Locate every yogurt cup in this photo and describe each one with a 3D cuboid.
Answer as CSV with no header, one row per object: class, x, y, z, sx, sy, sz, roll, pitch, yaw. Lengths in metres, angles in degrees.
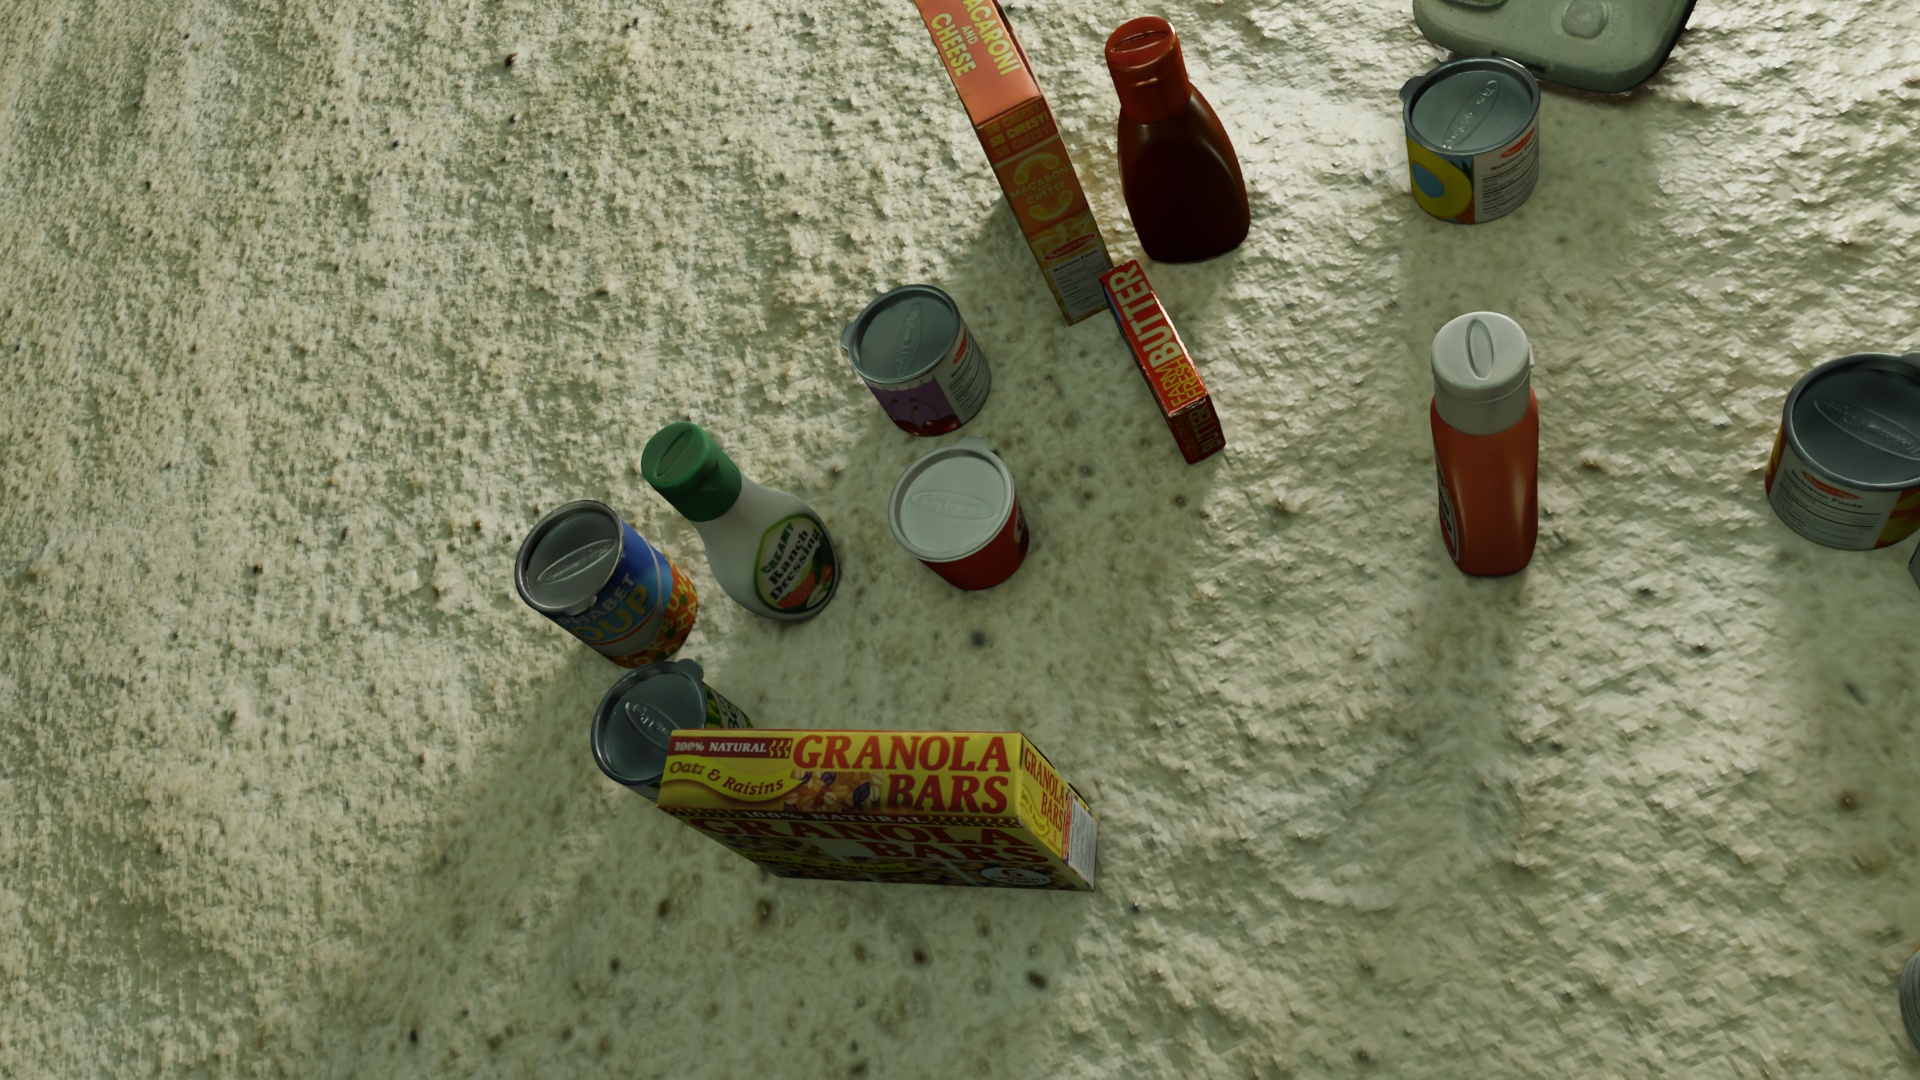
yogurt cup,0.003,-0.009,0.726,0.072,0.053,0.073,-9,60,17

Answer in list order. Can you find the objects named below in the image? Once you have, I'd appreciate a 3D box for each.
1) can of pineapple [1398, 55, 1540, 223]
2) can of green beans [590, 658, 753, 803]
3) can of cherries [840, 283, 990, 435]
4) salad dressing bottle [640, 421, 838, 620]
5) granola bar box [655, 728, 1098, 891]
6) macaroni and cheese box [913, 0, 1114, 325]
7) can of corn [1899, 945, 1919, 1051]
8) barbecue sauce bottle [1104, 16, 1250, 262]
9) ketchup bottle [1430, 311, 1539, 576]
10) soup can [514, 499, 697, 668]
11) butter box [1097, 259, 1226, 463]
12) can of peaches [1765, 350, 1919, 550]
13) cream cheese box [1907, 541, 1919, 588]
can of pineapple,0.268,-0.211,0.730,0.071,0.057,0.071,-9,60,17
can of green beans,-0.147,0.104,0.721,0.071,0.057,0.071,-9,60,17
can of cherries,-0.025,-0.101,0.785,0.071,0.058,0.072,-9,60,17
salad dressing bottle,-0.112,-0.008,0.714,0.044,0.147,0.064,24,74,30
granola bar box,-0.033,0.122,0.626,0.165,0.124,0.039,-3,62,20
macaroni and cheese box,0.034,-0.216,0.760,0.040,0.166,0.124,-25,57,7
can of corn,0.375,0.161,0.484,0.071,0.058,0.071,-9,60,17
barbecue sauce bottle,0.111,-0.209,0.736,0.065,0.148,0.044,-9,60,17
ketchup bottle,0.227,-0.042,0.599,0.043,0.148,0.065,-7,61,18
soup can,-0.193,0.028,0.764,0.071,0.083,0.071,-9,60,17
butter box,0.106,-0.095,0.733,0.024,0.053,0.104,-25,57,7
can of peaches,0.384,-0.038,0.590,0.071,0.058,0.071,-9,60,17
cream cheese box,0.441,-0.011,0.555,0.104,0.053,0.024,-21,57,9
